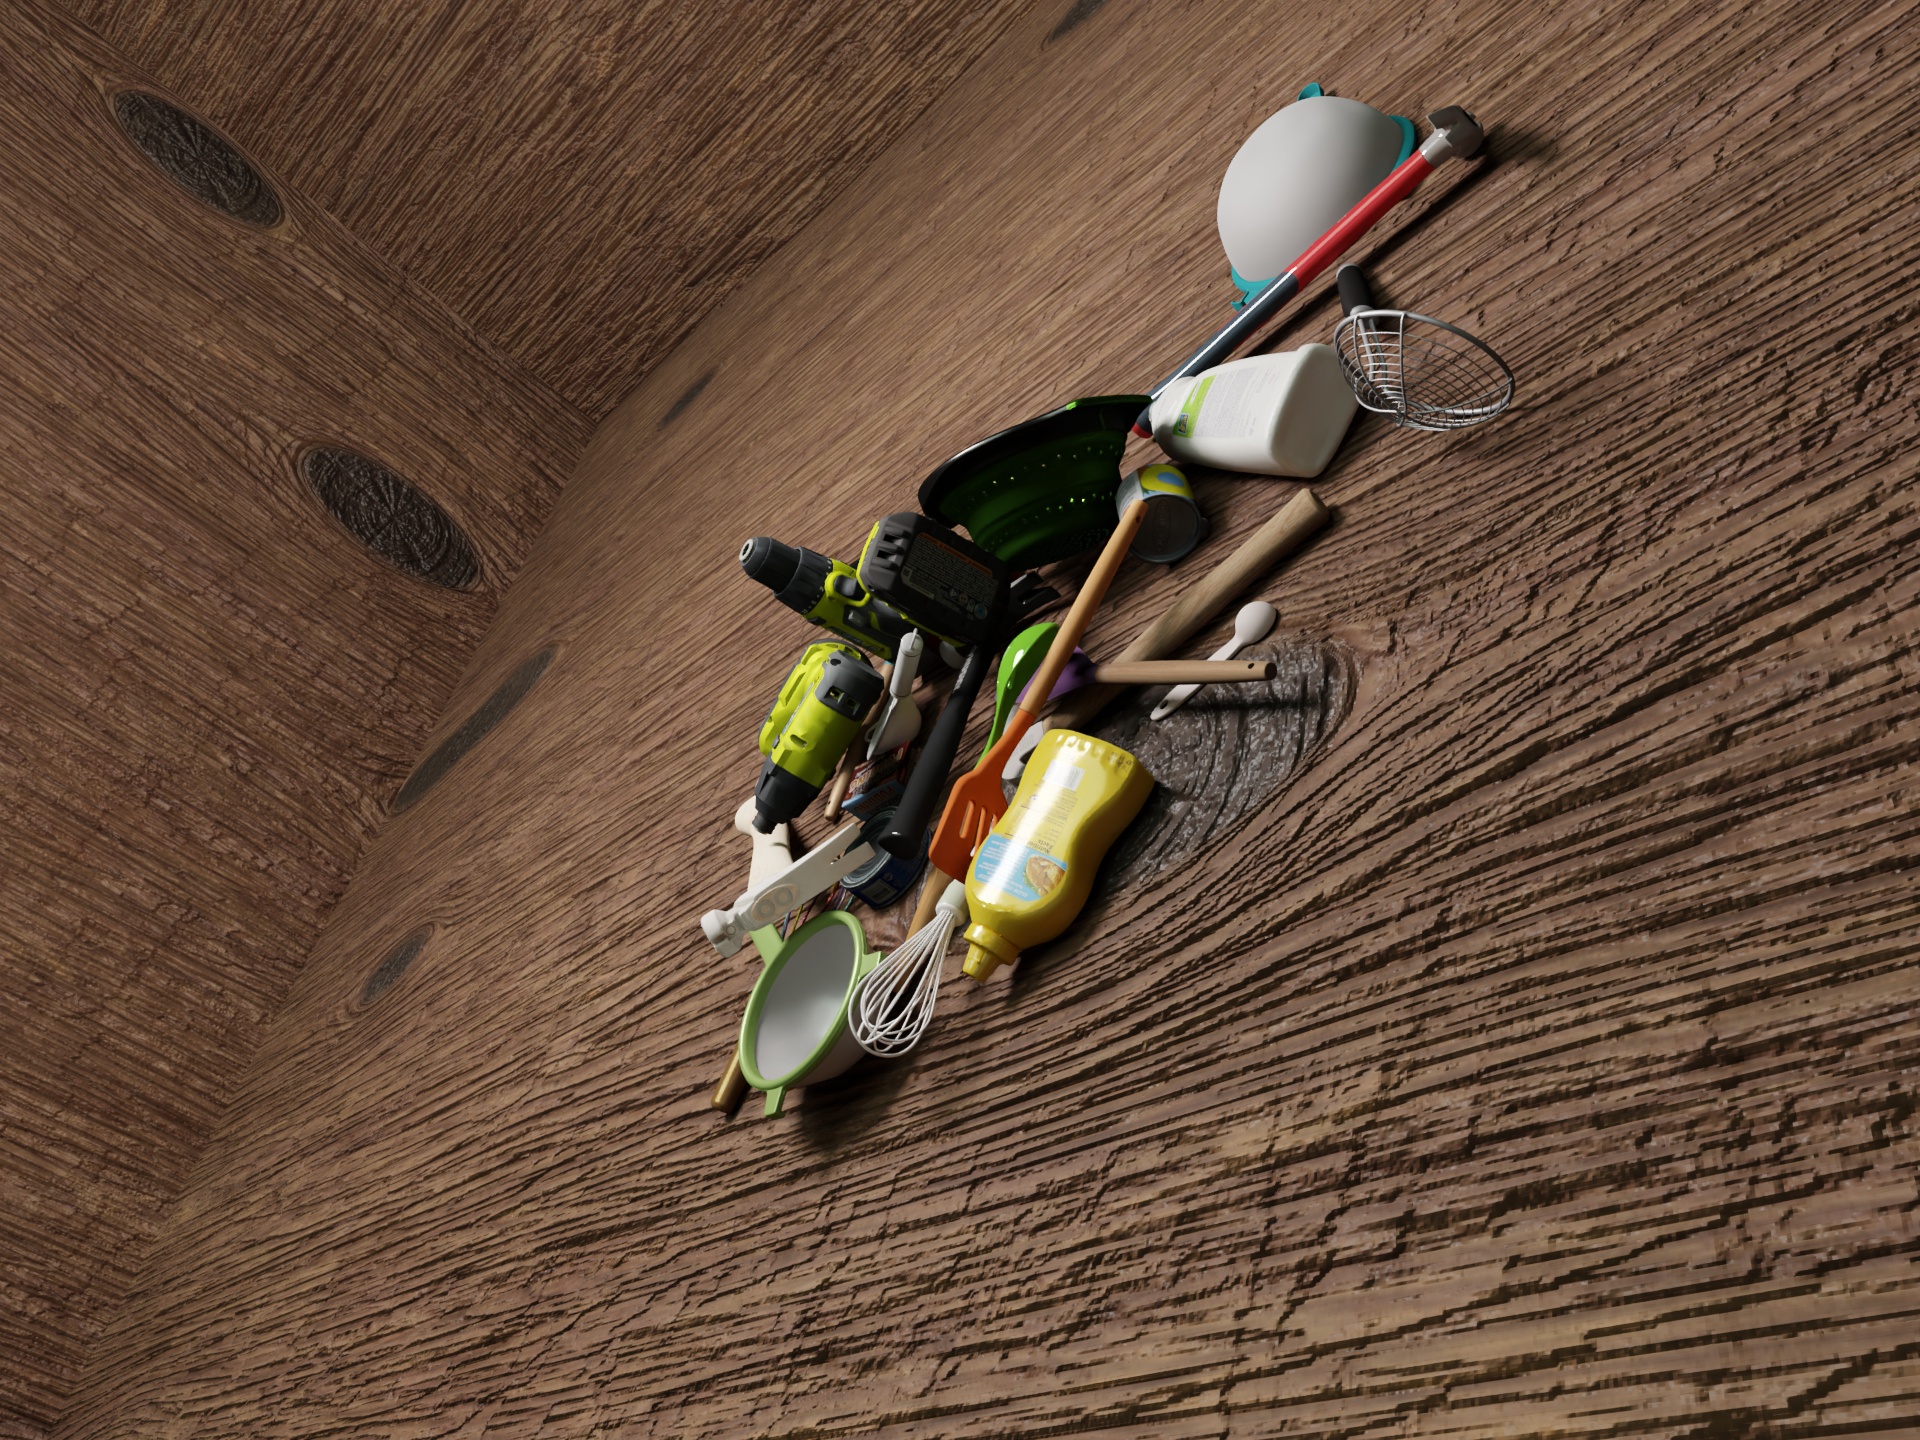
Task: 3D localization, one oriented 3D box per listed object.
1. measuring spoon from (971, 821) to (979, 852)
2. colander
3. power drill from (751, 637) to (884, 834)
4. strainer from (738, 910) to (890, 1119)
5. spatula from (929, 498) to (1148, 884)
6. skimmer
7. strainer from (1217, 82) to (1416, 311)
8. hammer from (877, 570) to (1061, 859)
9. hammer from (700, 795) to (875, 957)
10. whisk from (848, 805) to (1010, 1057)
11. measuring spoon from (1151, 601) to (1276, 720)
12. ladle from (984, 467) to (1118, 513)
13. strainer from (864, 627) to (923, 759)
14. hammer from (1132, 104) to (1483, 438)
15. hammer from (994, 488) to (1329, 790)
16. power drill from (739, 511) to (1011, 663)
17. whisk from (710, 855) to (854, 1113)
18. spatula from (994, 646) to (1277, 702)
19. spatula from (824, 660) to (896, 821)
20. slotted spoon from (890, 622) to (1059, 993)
[{"bbox_3d":[0.012,0.111,1.280,0.021,0.011,0.117,-28,27,11],"label":"measuring spoon"},{"bbox_3d":[0.021,-0.165,1.445,0.204,0.094,0.397,-14,-9,-44],"label":"colander"},{"bbox_3d":[-0.136,0.009,1.456,0.171,0.080,0.223,-58,9,7],"label":"power drill"},{"bbox_3d":[-0.121,0.215,1.291,0.151,0.069,0.257,-55,26,2],"label":"strainer"},{"bbox_3d":[0.068,-0.024,1.206,0.041,0.081,0.322,23,83,54],"label":"spatula"},{"bbox_3d":[0.329,-0.309,1.198,0.090,0.127,0.364,-58,11,31],"label":"skimmer"},{"bbox_3d":[0.320,-0.555,1.531,0.211,0.095,0.341,-33,33,36],"label":"strainer"},{"bbox_3d":[-0.002,-0.004,1.355,0.146,0.035,0.335,-38,19,38],"label":"hammer"},{"bbox_3d":[-0.164,0.109,1.446,0.146,0.038,0.411,-33,11,-3],"label":"hammer"},{"bbox_3d":[-0.012,0.150,1.187,0.057,0.059,0.246,-40,12,49],"label":"whisk"},{"bbox_3d":[0.183,-0.045,1.181,0.124,0.018,0.034,-44,26,18],"label":"measuring spoon"},{"bbox_3d":[0.100,-0.215,1.534,0.078,0.062,0.320,-48,31,-8],"label":"ladle"},{"bbox_3d":[-0.053,-0.024,1.437,0.258,0.050,0.087,110,180,-67],"label":"strainer"},{"bbox_3d":[0.282,-0.378,1.380,0.386,0.038,0.143,-40,-1,31],"label":"hammer"},{"bbox_3d":[0.152,-0.058,1.237,0.331,0.031,0.130,-42,27,21],"label":"hammer"},{"bbox_3d":[-0.078,-0.120,1.416,0.228,0.190,0.080,-5,61,59],"label":"power drill"},{"bbox_3d":[-0.154,0.225,1.382,0.245,0.051,0.047,-66,7,-19],"label":"whisk"},{"bbox_3d":[0.123,-0.037,1.197,0.316,0.018,0.060,2,58,58],"label":"spatula"},{"bbox_3d":[-0.089,-0.037,1.604,0.082,0.044,0.318,-28,35,49],"label":"spatula"},{"bbox_3d":[0.006,0.066,1.243,0.070,0.031,0.314,22,-90,-77],"label":"slotted spoon"}]
